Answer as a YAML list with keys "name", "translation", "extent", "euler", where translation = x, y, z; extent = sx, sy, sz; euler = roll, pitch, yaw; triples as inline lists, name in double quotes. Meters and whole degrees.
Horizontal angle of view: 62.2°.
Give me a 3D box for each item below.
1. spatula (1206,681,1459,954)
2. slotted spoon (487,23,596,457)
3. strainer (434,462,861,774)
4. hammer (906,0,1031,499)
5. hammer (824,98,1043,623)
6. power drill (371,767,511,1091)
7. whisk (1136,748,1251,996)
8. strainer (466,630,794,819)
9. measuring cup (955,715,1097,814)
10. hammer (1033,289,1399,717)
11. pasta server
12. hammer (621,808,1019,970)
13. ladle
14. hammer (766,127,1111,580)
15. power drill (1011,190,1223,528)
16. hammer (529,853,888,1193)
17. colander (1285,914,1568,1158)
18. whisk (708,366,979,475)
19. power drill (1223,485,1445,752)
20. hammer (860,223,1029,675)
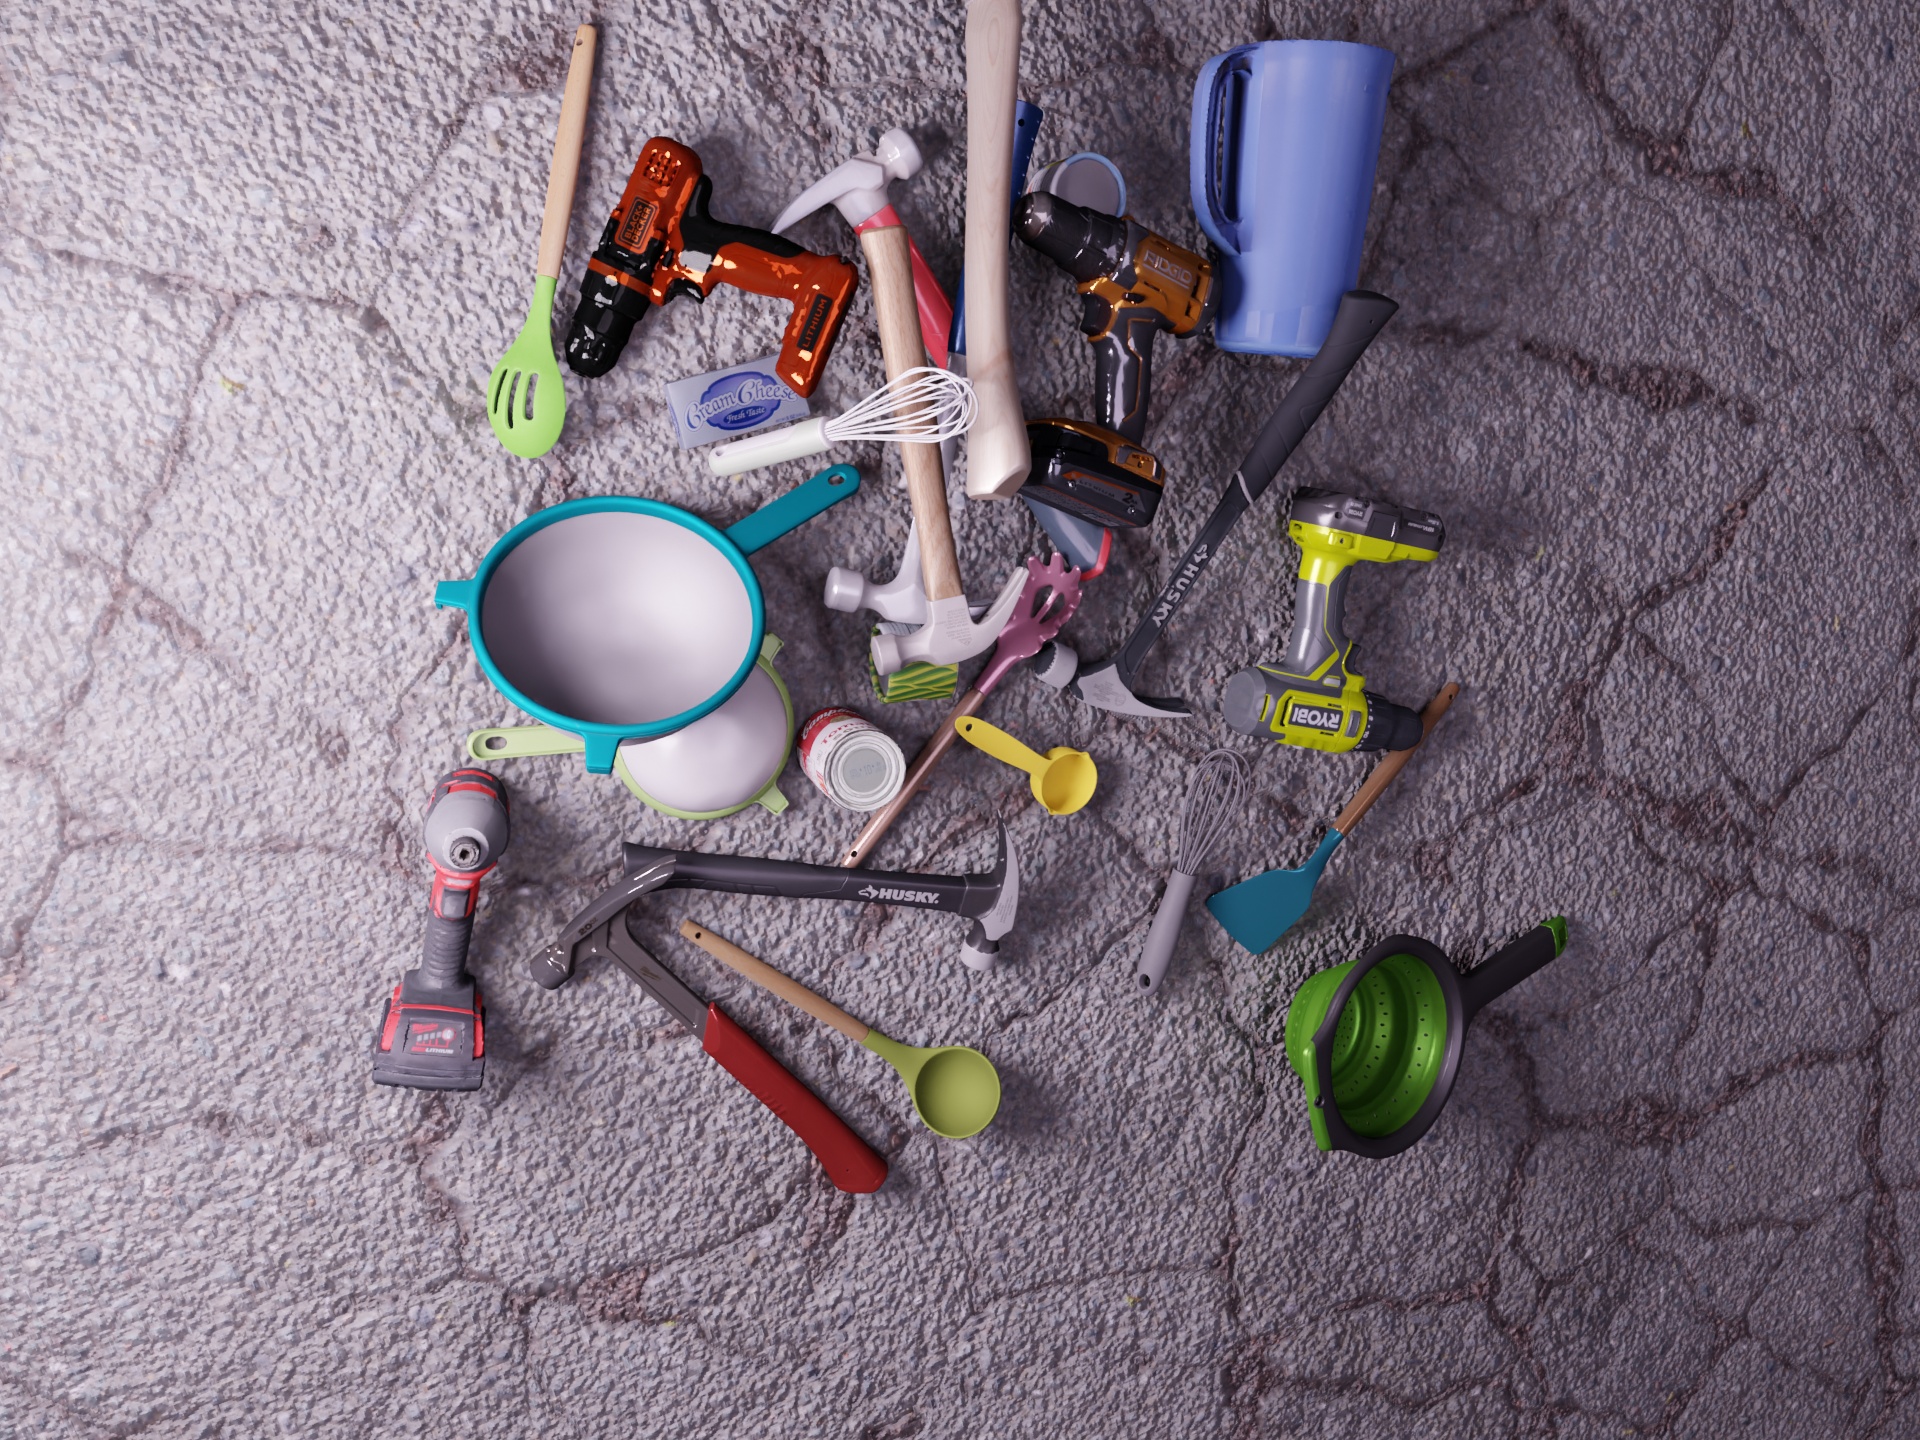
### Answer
- name: "spatula"
  translation: [0.360, 0.082, 1.483]
  extent: [0.082, 0.044, 0.317]
  euler: [45, 79, -20]
- name: "slotted spoon"
  translation: [-0.299, -0.349, 1.160]
  extent: [0.070, 0.031, 0.314]
  euler: [12, 93, 21]
- name: "strainer"
  translation: [-0.209, -0.091, 1.213]
  extent: [0.340, 0.095, 0.211]
  euler: [-37, 72, -30]
- name: "hammer"
  translation: [0.013, -0.368, 1.172]
  extent: [0.038, 0.146, 0.411]
  euler: [3, 87, -58]
- name: "hammer"
  translation: [0.005, -0.272, 1.241]
  extent: [0.144, 0.035, 0.405]
  euler: [10, 99, -18]
- name: "power drill"
  translation: [-0.377, 0.154, 1.176]
  extent: [0.078, 0.143, 0.219]
  euler: [9, 100, -18]
- name: "whisk"
  translation: [0.204, 0.139, 1.427]
  extent: [0.055, 0.055, 0.239]
  euler: [14, 100, -21]
- name: "strainer"
  translation: [-0.247, 0.015, 1.231]
  extent: [0.256, 0.069, 0.151]
  euler: [-4, 102, -20]
- name: "measuring cup"
  translation: [0.050, 0.030, 1.348]
  extent: [0.156, 0.029, 0.062]
  euler: [29, 91, -31]
- name: "hammer"
  translation: [0.228, -0.173, 1.315]
  extent: [0.149, 0.036, 0.409]
  euler: [24, 111, -26]
- name: "pasta server"
  translation: [-0.002, -0.004, 1.331]
  extent: [0.060, 0.040, 0.316]
  euler: [37, 89, 15]
- name: "hammer"
  translation: [-0.110, 0.128, 1.306]
  extent: [0.334, 0.035, 0.146]
  euler: [7, 118, -17]
- name: "ladle"
  translation: [-0.098, 0.255, 1.339]
  extent: [0.320, 0.062, 0.078]
  euler: [35, 80, -19]
- name: "hammer"
  translation: [-0.002, -0.266, 1.280]
  extent: [0.143, 0.038, 0.386]
  euler: [-37, 110, -8]
- name: "power drill"
  translation: [0.099, -0.280, 1.224]
  extent: [0.185, 0.084, 0.226]
  euler: [18, 85, -32]
- name: "hammer"
  translation: [-0.176, 0.268, 1.310]
  extent: [0.149, 0.037, 0.358]
  euler: [-37, 113, 11]
- name: "colander"
  translation: [0.433, 0.267, 1.519]
  extent: [0.397, 0.094, 0.204]
  euler: [-22, 107, -33]
- name: "whisk"
  translation: [-0.092, -0.215, 1.174]
  extent: [0.059, 0.246, 0.058]
  euler: [54, 42, -35]
- name: "power drill"
  translation: [0.349, -0.081, 1.418]
  extent: [0.190, 0.080, 0.228]
  euler: [9, 100, -20]
- name: "hammer"
  translation: [-0.028, -0.206, 1.210]
  extent: [0.130, 0.031, 0.331]
  euler: [-13, 105, -13]
